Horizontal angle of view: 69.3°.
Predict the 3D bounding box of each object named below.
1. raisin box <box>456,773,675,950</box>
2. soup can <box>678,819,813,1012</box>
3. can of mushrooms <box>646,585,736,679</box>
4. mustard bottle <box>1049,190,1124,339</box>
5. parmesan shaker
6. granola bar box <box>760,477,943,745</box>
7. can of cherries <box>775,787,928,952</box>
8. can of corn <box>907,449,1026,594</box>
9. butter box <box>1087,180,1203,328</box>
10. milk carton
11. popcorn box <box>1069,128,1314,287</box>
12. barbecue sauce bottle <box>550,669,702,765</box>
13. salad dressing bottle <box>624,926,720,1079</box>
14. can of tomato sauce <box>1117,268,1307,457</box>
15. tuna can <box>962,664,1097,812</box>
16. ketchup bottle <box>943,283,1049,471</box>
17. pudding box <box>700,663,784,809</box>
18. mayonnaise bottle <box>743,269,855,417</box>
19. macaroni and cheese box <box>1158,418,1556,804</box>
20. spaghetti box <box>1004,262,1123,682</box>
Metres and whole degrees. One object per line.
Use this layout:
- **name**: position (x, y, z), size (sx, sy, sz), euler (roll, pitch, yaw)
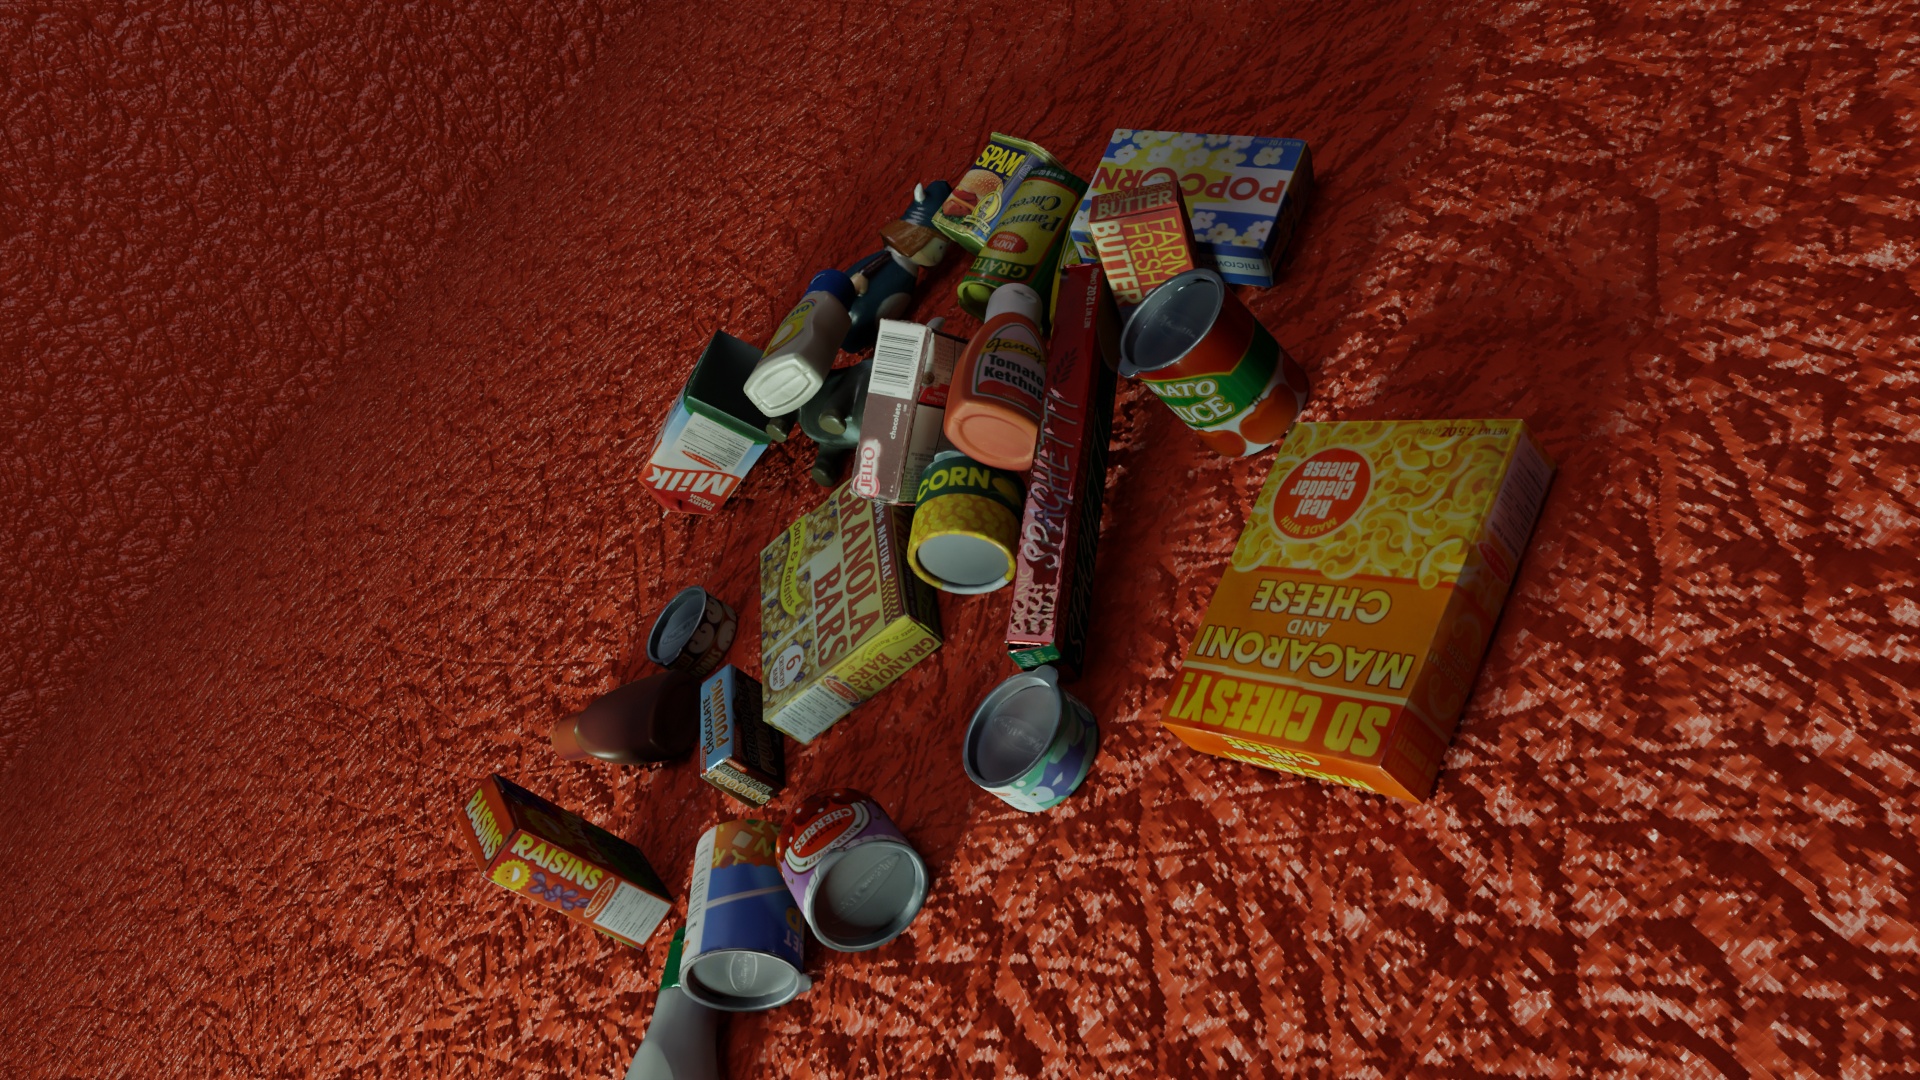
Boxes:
- **raisin box**: position (-0.252, 0.204, 0.886), size (0.040, 0.123, 0.086), euler (-55, 32, -4)
- **soup can**: position (-0.116, 0.208, 0.773), size (0.071, 0.071, 0.084), euler (-33, 36, 26)
- **can of mushrooms**: position (-0.201, 0.071, 1.037), size (0.071, 0.033, 0.071), euler (-31, 38, 28)
- **mustard bottle**: position (0.091, -0.166, 0.898), size (0.065, 0.048, 0.161), euler (-8, 53, 43)
- **parmesan shaker**: position (0.049, -0.200, 0.966), size (0.071, 0.071, 0.103), euler (9, 65, 54)
- **granola bar box**: position (-0.077, 0.035, 0.916), size (0.124, 0.039, 0.166), euler (-37, 35, 21)
- **can of cherries**: position (-0.059, 0.171, 0.732), size (0.071, 0.071, 0.058), euler (-52, 32, 0)
- **can of corn**: position (0.003, -0.010, 0.834), size (0.071, 0.071, 0.058), euler (-24, 43, 36)
- **butter box**: position (0.112, -0.158, 0.805), size (0.053, 0.103, 0.024), euler (-5, 51, 20)
- **milk carton**: position (-0.205, -0.084, 1.130), size (0.189, 0.073, 0.073), euler (-42, 27, 54)
- **popcorn box**: position (0.140, -0.203, 0.843), size (0.127, 0.038, 0.085), euler (13, 67, 28)
- **barbecue sauce bottle**: position (-0.249, 0.136, 1.023), size (0.148, 0.043, 0.065), euler (-17, 46, 42)
- **salad dressing bottle**: position (-0.156, 0.287, 0.763), size (0.064, 0.044, 0.148), euler (-29, 38, 34)
- **can of tomato sauce**: position (0.135, -0.092, 0.741), size (0.071, 0.083, 0.071), euler (-32, 38, 28)
- **tuna can**: position (0.037, 0.102, 0.717), size (0.071, 0.033, 0.071), euler (-31, 38, 28)
- **ketchup bottle**: position (0.028, -0.106, 0.858), size (0.149, 0.065, 0.043), euler (-81, 18, -50)
- **pudding box**: position (-0.142, 0.126, 0.896), size (0.030, 0.049, 0.084), euler (-37, 35, 19)
- **mayonnaise bottle**: position (-0.112, -0.152, 1.029), size (0.064, 0.041, 0.149), euler (-29, 27, 30)
- **macaroni and cheese box**: position (0.175, 0.025, 0.618), size (0.123, 0.040, 0.167), euler (4, 61, 52)
- **spaghetti box**: position (0.062, -0.043, 0.782), size (0.028, 0.050, 0.251), euler (-3, 61, 23)
